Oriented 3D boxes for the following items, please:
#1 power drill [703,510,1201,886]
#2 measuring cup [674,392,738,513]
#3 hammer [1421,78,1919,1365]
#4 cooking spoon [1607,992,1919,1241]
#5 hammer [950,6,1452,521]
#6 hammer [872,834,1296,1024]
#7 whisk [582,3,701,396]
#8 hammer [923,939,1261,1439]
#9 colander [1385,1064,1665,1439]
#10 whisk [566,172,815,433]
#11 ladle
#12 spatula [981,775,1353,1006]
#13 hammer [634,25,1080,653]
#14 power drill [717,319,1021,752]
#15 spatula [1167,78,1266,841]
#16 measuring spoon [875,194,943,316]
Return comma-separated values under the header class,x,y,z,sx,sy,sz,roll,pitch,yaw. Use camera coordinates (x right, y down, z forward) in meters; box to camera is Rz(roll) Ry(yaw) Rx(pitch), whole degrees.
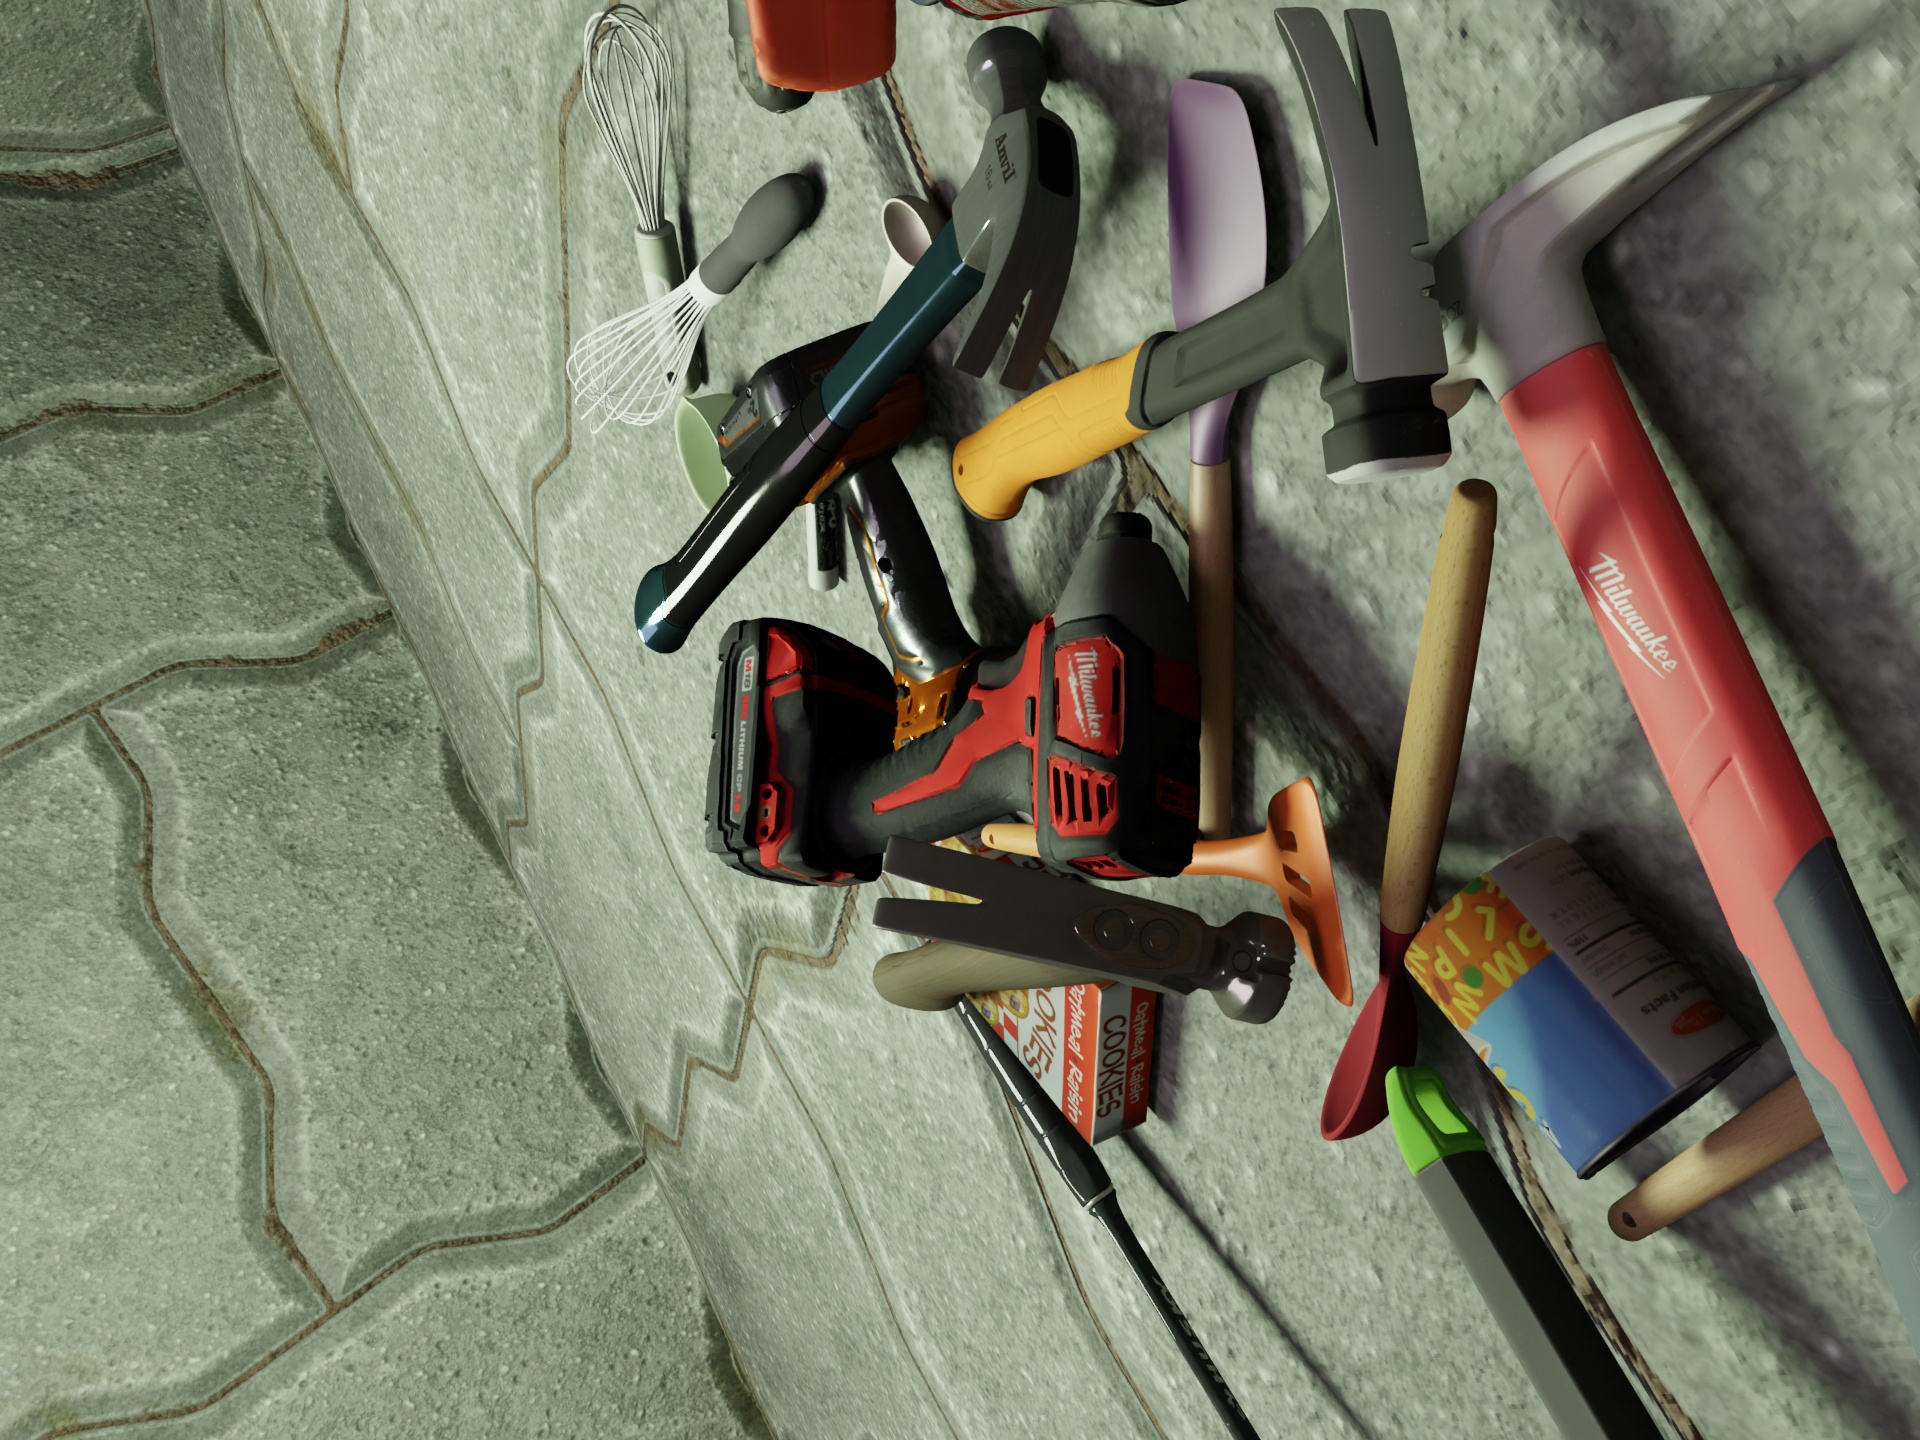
class,x,y,z,sx,sy,sz,roll,pitch,yaw
power drill,-0.001,-0.002,0.658,0.220,0.078,0.143,-8,72,37
measuring cup,-0.123,-0.161,0.956,0.168,0.038,0.083,13,122,58
hammer,0.218,0.040,0.397,0.386,0.038,0.143,69,156,8
cooking spoon,0.254,0.082,0.419,0.069,0.017,0.318,58,154,27
hammer,0.060,-0.125,0.573,0.337,0.034,0.127,176,85,-72
hammer,0.001,0.108,0.726,0.410,0.146,0.038,139,144,-73
whisk,-0.185,-0.302,0.955,0.058,0.059,0.246,20,138,23
hammer,0.080,0.271,0.853,0.149,0.036,0.409,37,-166,-51
colander,0.255,0.257,0.453,0.094,0.204,0.398,-45,54,29
whisk,-0.155,-0.237,0.908,0.284,0.070,0.070,-23,90,53
ladle,0.147,0.048,0.524,0.031,0.069,0.315,12,139,18
spatula,0.076,0.059,0.687,0.323,0.041,0.081,-3,99,65
hammer,-0.058,-0.128,0.679,0.331,0.033,0.128,-40,49,43
power drill,-0.038,-0.069,0.812,0.226,0.084,0.164,64,158,-2
spatula,0.096,-0.075,0.604,0.060,0.018,0.315,45,147,51
measuring spoon,-0.025,-0.204,0.753,0.034,0.018,0.124,48,158,11
